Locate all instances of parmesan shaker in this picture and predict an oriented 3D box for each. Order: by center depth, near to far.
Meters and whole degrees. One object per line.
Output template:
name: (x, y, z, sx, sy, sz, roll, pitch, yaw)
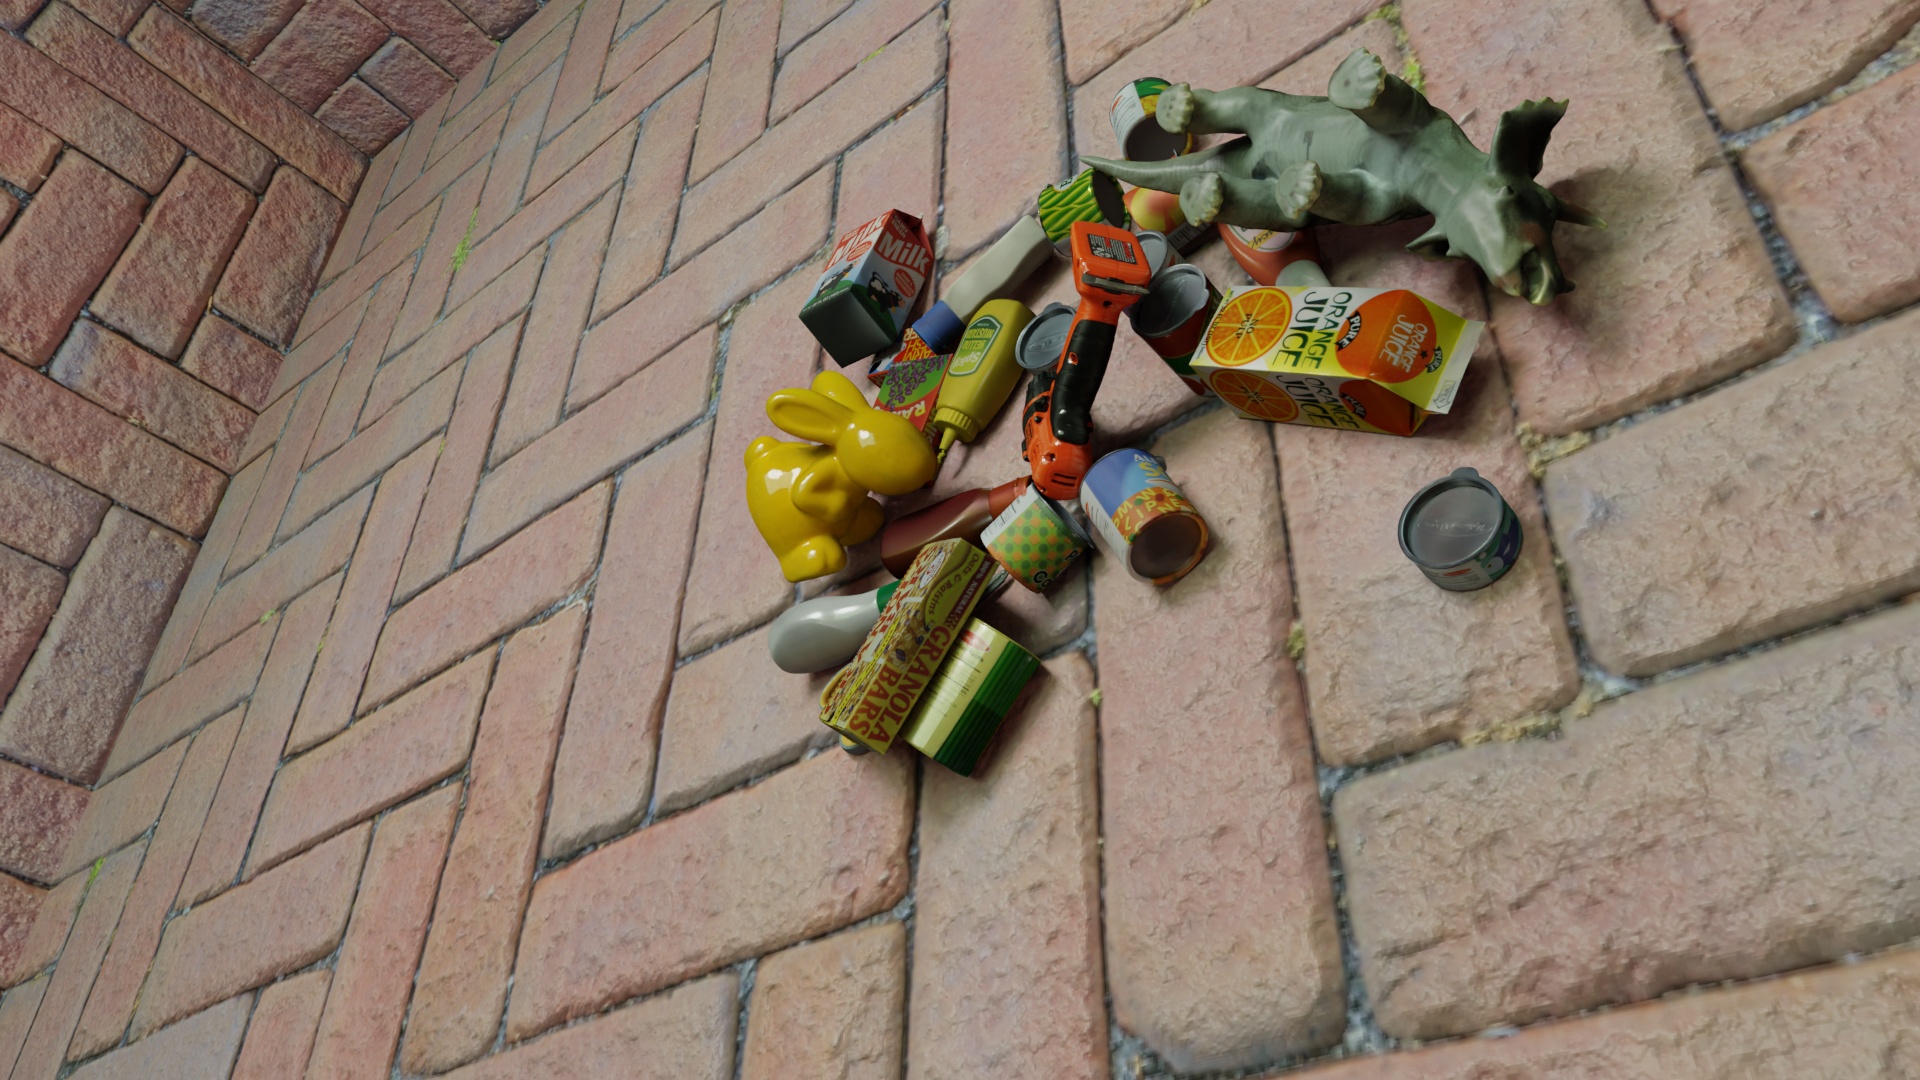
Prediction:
parmesan shaker: (0.004, 0.114, 1.030, 0.071, 0.071, 0.103, 26, 81, 52)

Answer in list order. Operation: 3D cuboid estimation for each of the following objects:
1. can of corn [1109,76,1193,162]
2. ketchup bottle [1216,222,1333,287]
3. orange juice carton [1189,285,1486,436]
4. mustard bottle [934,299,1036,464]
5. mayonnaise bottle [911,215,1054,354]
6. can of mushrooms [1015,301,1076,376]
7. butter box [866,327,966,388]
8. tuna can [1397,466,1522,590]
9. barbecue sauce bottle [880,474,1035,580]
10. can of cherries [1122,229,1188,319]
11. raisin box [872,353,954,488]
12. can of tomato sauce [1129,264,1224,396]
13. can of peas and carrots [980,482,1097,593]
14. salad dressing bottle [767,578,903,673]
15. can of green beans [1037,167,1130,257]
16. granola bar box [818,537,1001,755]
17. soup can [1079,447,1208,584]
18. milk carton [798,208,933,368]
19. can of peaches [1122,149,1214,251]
can of corn: (0.174, -0.372, 1.249, 0.071, 0.071, 0.058, -32, 43, 24)
ketchup bottle: (0.247, -0.220, 1.068, 0.064, 0.043, 0.149, -27, 44, 12)
orange juice carton: (0.261, -0.125, 0.955, 0.193, 0.073, 0.072, 14, 71, 49)
mustard bottle: (0.015, -0.139, 1.234, 0.065, 0.048, 0.160, 6, 65, 50)
mayonnaise bottle: (0.021, -0.234, 1.284, 0.148, 0.064, 0.041, -42, 81, 1)
can of mushrooms: (0.084, -0.170, 1.202, 0.071, 0.033, 0.071, -27, 44, 30)
butter box: (-0.042, -0.182, 1.347, 0.103, 0.024, 0.053, -7, 55, 42)
tuna can: (0.305, -0.007, 0.848, 0.071, 0.032, 0.071, -26, 45, 29)
barbecue sauce bottle: (0.004, -0.014, 1.149, 0.148, 0.043, 0.065, -21, 29, 32)
can of cherries: (0.155, -0.212, 1.143, 0.071, 0.058, 0.072, -26, 46, 30)
raisin box: (-0.046, -0.108, 1.280, 0.086, 0.040, 0.124, 0, 61, 44)
can of tomato sauce: (0.180, -0.159, 1.055, 0.071, 0.083, 0.071, -26, 45, 29)
can of peas and carrots: (0.060, 0.000, 1.067, 0.058, 0.071, 0.071, -45, 38, 10)
salad dressing bottle: (-0.092, 0.068, 1.172, 0.147, 0.064, 0.044, -22, 36, 22)
can of green beans: (0.112, -0.296, 1.248, 0.057, 0.071, 0.071, -18, 49, 35)
granola bar box: (-0.043, 0.078, 1.058, 0.166, 0.039, 0.124, -58, 10, -11)
soup can: (0.135, -0.019, 1.005, 0.071, 0.071, 0.084, -43, 39, 11)
milk carton: (-0.087, -0.268, 1.405, 0.072, 0.073, 0.192, -20, 34, 34)
can of peaches: (0.177, -0.283, 1.170, 0.058, 0.071, 0.071, -36, 40, 21)
